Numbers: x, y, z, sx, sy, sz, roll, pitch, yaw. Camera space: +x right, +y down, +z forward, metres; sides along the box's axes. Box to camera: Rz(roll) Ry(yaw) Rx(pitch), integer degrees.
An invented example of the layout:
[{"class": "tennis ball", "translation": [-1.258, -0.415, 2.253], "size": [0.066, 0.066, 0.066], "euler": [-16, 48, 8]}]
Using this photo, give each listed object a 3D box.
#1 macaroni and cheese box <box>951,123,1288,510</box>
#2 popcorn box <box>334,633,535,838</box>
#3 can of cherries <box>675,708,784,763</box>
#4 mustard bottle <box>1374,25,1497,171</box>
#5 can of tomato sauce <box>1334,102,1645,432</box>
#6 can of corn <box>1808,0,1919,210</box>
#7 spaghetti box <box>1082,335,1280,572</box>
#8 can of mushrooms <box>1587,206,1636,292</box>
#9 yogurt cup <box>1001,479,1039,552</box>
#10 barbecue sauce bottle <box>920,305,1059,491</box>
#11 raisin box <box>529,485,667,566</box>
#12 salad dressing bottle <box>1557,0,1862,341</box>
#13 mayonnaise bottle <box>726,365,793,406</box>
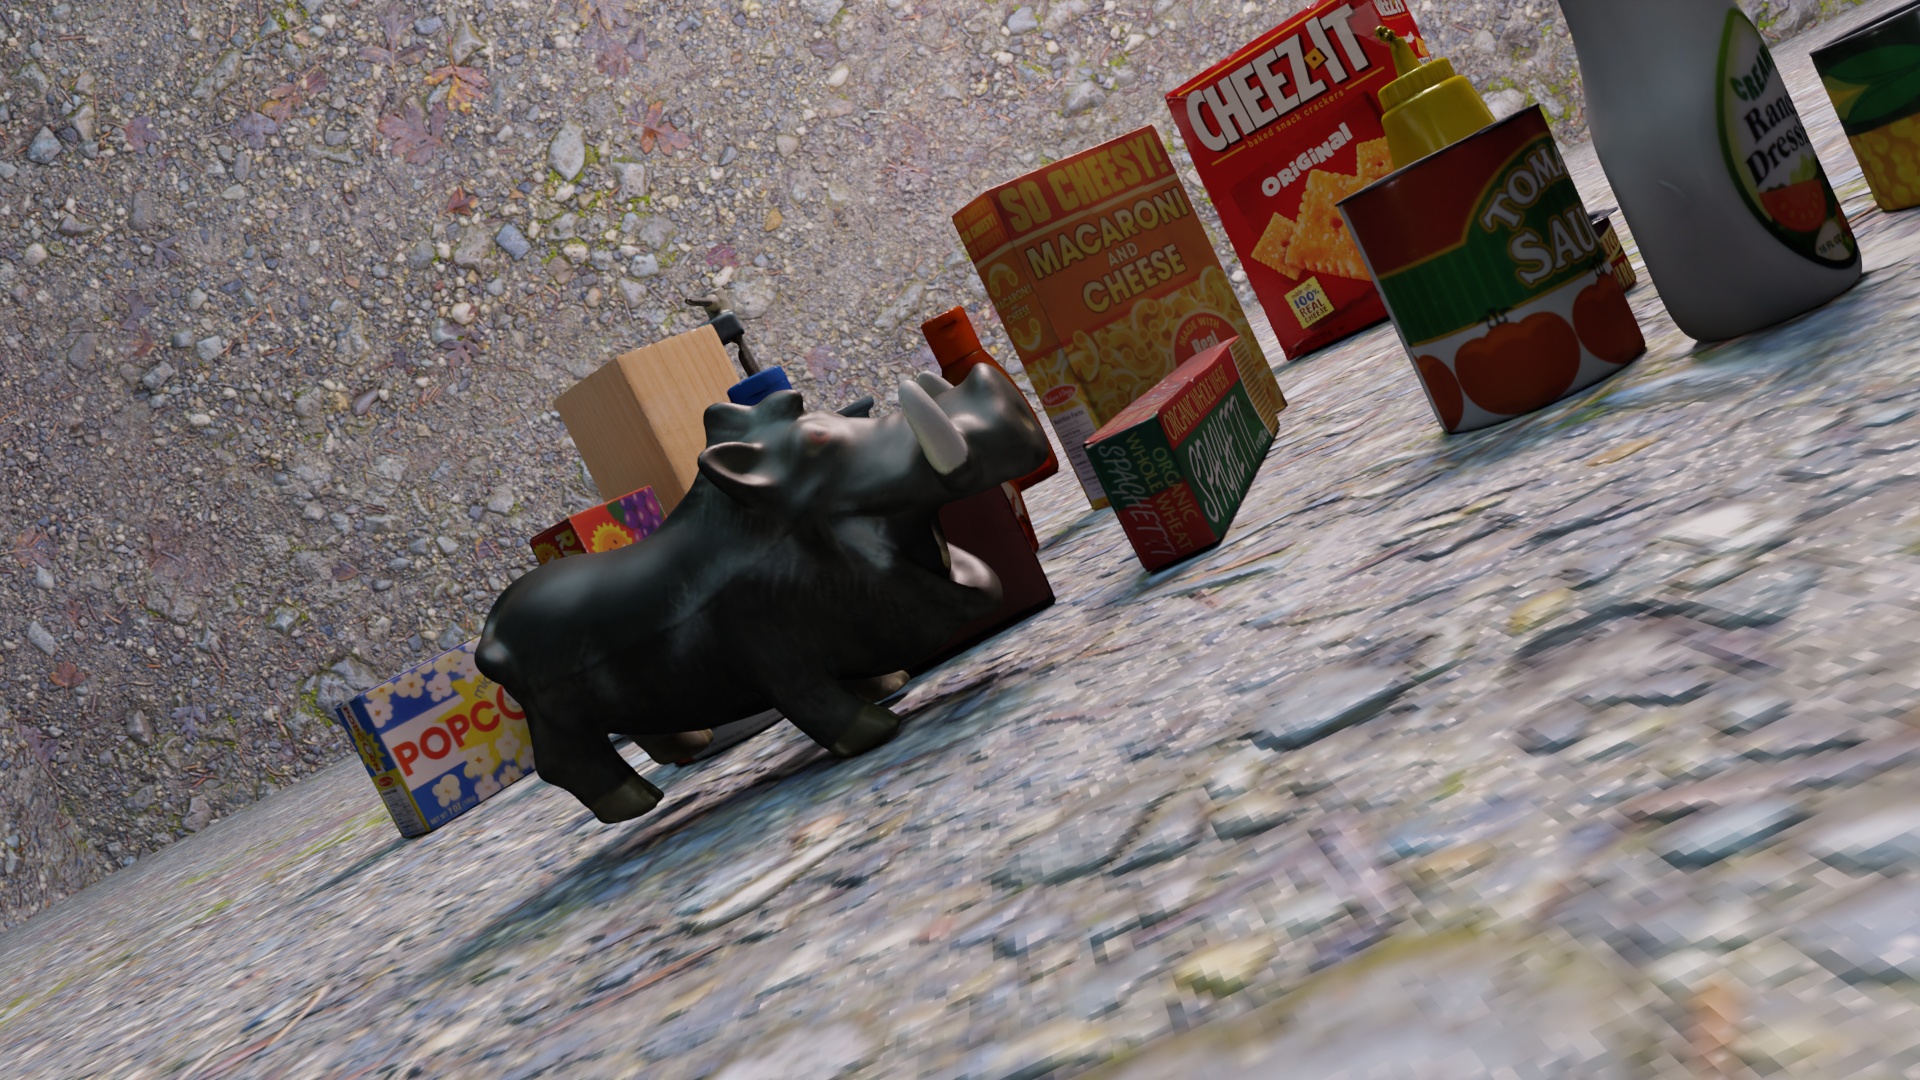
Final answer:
[{"class": "macaroni and cheese box", "translation": [0.084, -0.117, 0.720], "size": [0.124, 0.166, 0.040], "euler": [-29, 5, -32]}, {"class": "popcorn box", "translation": [-0.280, 0.103, 0.802], "size": [0.038, 0.085, 0.127], "euler": [-23, 6, 42]}, {"class": "can of cherries", "translation": [-0.100, 0.050, 0.566], "size": [0.071, 0.058, 0.071], "euler": [-26, 5, 2]}, {"class": "mustard bottle", "translation": [0.263, -0.205, 0.743], "size": [0.049, 0.160, 0.065], "euler": [-27, 4, -10]}, {"class": "can of tomato sauce", "translation": [0.168, -0.085, 0.437], "size": [0.071, 0.083, 0.071], "euler": [-26, 5, 2]}, {"class": "can of corn", "translation": [0.315, -0.145, 0.440], "size": [0.071, 0.058, 0.071], "euler": [-26, 5, 2]}, {"class": "spaghetti box", "translation": [0.098, -0.044, 0.565], "size": [0.028, 0.050, 0.251], "euler": [-25, 5, 22]}, {"class": "can of mushrooms", "translation": [0.246, -0.110, 0.581], "size": [0.071, 0.033, 0.071], "euler": [-26, 5, 2]}, {"class": "yogurt cup", "translation": [0.002, -0.008, 0.671], "size": [0.072, 0.054, 0.072], "euler": [-26, 5, 2]}, {"class": "barbecue sauce bottle", "translation": [0.018, -0.107, 1.073], "size": [0.065, 0.148, 0.044], "euler": [-27, 4, 1]}, {"class": "raisin box", "translation": [-0.200, 0.036, 0.856], "size": [0.040, 0.123, 0.086], "euler": [-24, 5, 28]}, {"class": "salad dressing bottle", "translation": [0.195, -0.130, 0.382], "size": [0.064, 0.147, 0.044], "euler": [-30, 5, -35]}, {"class": "mayonnaise bottle", "translation": [-0.090, -0.030, 0.822], "size": [0.065, 0.148, 0.041], "euler": [-27, 4, -1]}]
